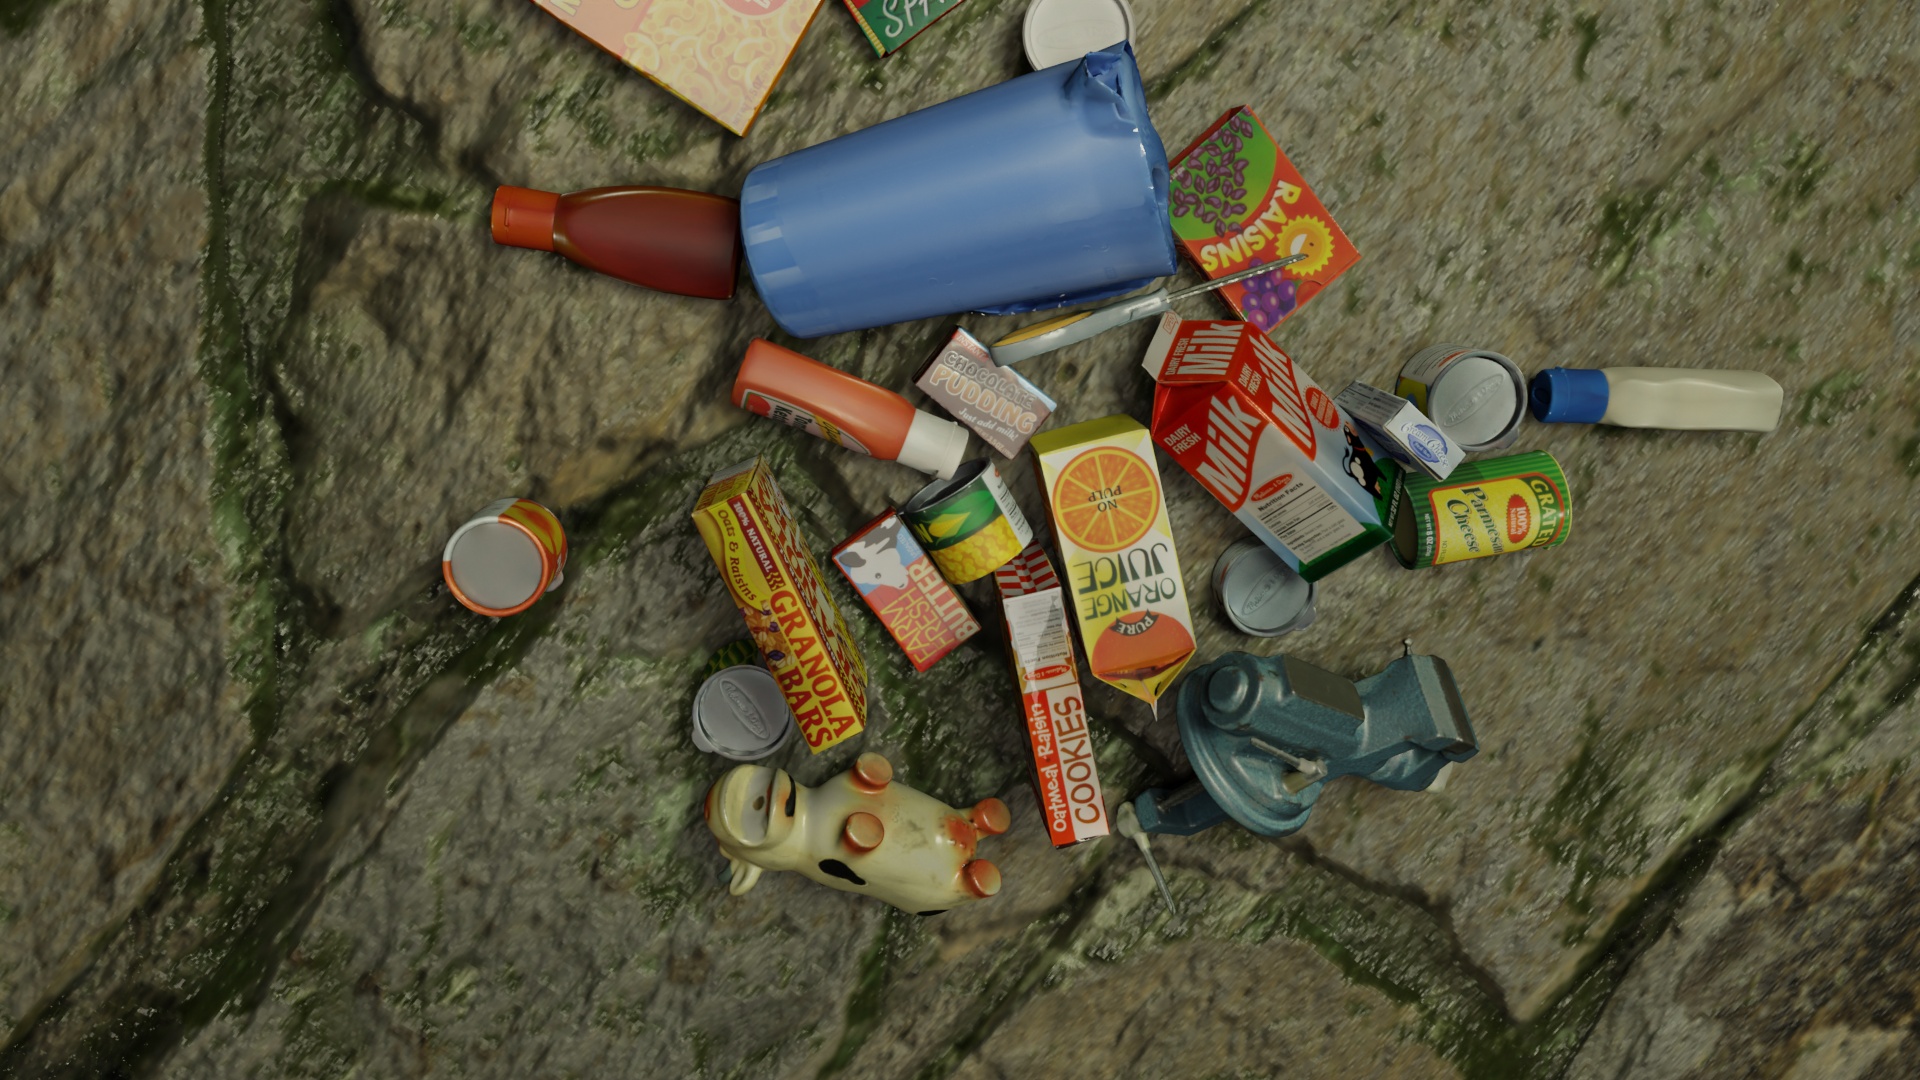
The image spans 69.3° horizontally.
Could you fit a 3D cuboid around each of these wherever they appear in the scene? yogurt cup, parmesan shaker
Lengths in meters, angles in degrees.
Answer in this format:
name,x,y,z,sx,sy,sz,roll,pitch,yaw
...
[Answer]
name,x,y,z,sx,sy,sz,roll,pitch,yaw
yogurt cup,0.069,-0.307,0.849,0.072,0.054,0.072,-1,103,-5
parmesan shaker,0.345,-0.017,0.933,0.103,0.071,0.071,-10,104,-2

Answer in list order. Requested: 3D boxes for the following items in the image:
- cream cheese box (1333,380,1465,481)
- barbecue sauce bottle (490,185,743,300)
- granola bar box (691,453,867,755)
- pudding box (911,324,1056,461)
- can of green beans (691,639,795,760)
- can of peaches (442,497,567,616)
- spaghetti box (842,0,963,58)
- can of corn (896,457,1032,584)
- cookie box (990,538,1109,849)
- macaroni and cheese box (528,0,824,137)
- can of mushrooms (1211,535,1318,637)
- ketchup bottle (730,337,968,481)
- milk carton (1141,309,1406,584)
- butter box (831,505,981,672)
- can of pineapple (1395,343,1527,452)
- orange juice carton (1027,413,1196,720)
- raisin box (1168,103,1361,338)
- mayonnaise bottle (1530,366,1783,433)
name,x,y,z,sx,sy,sz,roll,pitch,yaw
cream cheese box,0.281,-0.072,0.896,0.053,0.104,0.024,40,99,-11
barbecue sauce bottle,-0.210,-0.190,0.857,0.149,0.044,0.064,8,102,-6
granola bar box,-0.109,0.035,0.875,0.039,0.124,0.165,-24,104,2
pudding box,0.016,-0.096,0.905,0.083,0.030,0.049,38,96,-12
can of green beans,-0.142,0.105,0.922,0.071,0.058,0.071,-1,103,-5
can of peaches,-0.289,0.012,0.888,0.071,0.058,0.071,-1,103,-4
spaghetti box,0.038,-0.385,0.842,0.250,0.029,0.050,-35,103,3
can of corn,0.003,-0.011,0.905,0.071,0.071,0.058,-30,104,3
cookie box,0.054,0.096,0.904,0.040,0.123,0.167,-12,104,-1
macaroni and cheese box,-0.171,-0.339,0.828,0.166,0.040,0.123,31,99,-11
can of mushrooms,0.209,0.032,0.949,0.071,0.033,0.071,-1,102,-5
ketchup bottle,-0.069,-0.081,0.882,0.149,0.064,0.043,21,79,-8
milk carton,0.192,-0.068,0.892,0.190,0.073,0.073,40,134,-13
butter box,-0.036,0.033,0.933,0.053,0.024,0.103,-36,103,3
can of pineapple,0.330,-0.094,0.918,0.071,0.058,0.070,-1,103,-4
orange juice carton,0.103,0.020,0.917,0.073,0.072,0.192,-15,103,-1
raisin box,0.184,-0.203,0.891,0.086,0.040,0.123,-40,104,4
mayonnaise bottle,0.462,-0.095,0.930,0.148,0.065,0.041,1,107,-1
